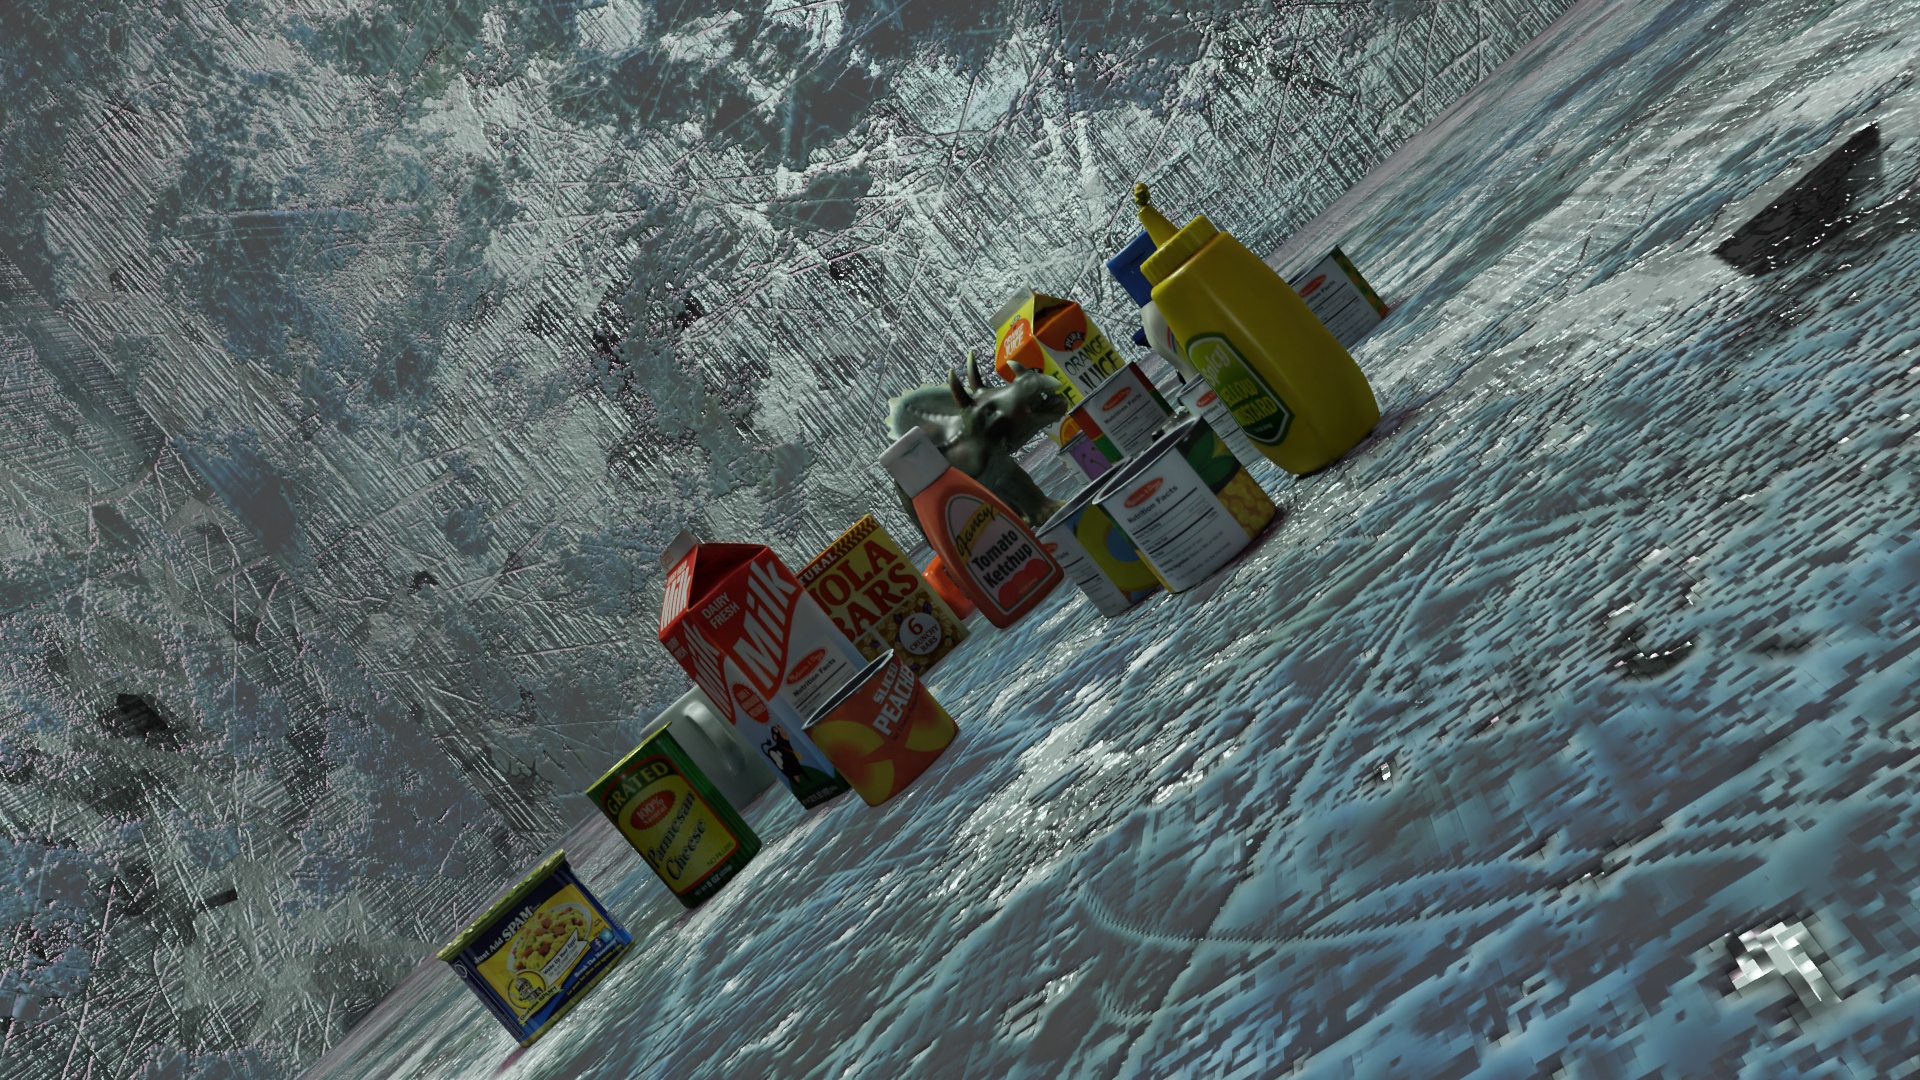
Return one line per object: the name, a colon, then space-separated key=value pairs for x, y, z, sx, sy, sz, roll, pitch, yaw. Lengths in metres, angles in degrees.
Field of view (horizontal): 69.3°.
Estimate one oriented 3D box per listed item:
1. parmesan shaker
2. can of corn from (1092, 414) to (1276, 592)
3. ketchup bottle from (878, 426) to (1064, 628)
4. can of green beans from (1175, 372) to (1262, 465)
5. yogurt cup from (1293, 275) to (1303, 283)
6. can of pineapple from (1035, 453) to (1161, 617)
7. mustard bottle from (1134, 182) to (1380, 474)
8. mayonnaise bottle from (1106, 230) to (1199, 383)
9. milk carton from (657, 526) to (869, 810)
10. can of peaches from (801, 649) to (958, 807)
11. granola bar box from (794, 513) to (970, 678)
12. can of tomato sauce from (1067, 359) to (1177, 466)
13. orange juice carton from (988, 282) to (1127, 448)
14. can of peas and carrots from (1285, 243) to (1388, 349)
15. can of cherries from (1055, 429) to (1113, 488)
parmesan shaker: x=-0.186 y=0.181 z=0.916 sx=0.071 sy=0.103 sz=0.071 roll=-40 pitch=3 yaw=3
can of corn: x=0.108 y=-0.018 z=0.662 sx=0.071 sy=0.058 sz=0.071 roll=-40 pitch=3 yaw=3
ketchup bottle: x=0.003 y=-0.012 z=0.970 sx=0.065 sy=0.149 sz=0.043 roll=-41 pitch=3 yaw=-12
can of green beans: x=0.174 y=-0.086 z=0.837 sx=0.071 sy=0.058 sz=0.071 roll=-40 pitch=3 yaw=3
yogurt cup: x=0.265 y=-0.175 z=1.034 sx=0.072 sy=0.054 sz=0.072 roll=-40 pitch=3 yaw=3
can of pineapple: x=0.084 y=-0.003 z=0.731 sx=0.071 sy=0.058 sz=0.071 roll=-40 pitch=3 yaw=3
mustard bottle: x=0.131 y=-0.105 z=0.666 sx=0.049 sy=0.160 sz=0.065 roll=-41 pitch=3 yaw=-18
mayonnaise bottle: x=0.155 y=-0.135 z=0.910 sx=0.064 sy=0.148 sz=0.041 roll=-40 pitch=3 yaw=8
milk carton: x=-0.125 y=0.074 z=0.895 sx=0.074 sy=0.190 sz=0.072 roll=-42 pitch=3 yaw=-33
can of peaches: x=-0.042 y=0.101 z=0.753 sx=0.071 sy=0.058 sz=0.071 roll=-40 pitch=3 yaw=3
granola bar box: x=-0.095 y=0.079 z=1.079 sx=0.166 sy=0.124 sz=0.039 roll=-40 pitch=3 yaw=-6
can of tomato sauce: x=0.136 y=-0.090 z=1.093 sx=0.071 sy=0.083 sz=0.071 roll=-40 pitch=3 yaw=3
orange juice carton: x=0.105 y=-0.150 z=1.303 sx=0.073 sy=0.192 sz=0.071 roll=-42 pitch=4 yaw=-36
can of peas and carrots: x=0.252 y=-0.162 z=0.962 sx=0.071 sy=0.058 sz=0.071 roll=-40 pitch=3 yaw=3
can of cherries: x=0.129 y=-0.077 z=1.217 sx=0.071 sy=0.058 sz=0.071 roll=-40 pitch=3 yaw=3
